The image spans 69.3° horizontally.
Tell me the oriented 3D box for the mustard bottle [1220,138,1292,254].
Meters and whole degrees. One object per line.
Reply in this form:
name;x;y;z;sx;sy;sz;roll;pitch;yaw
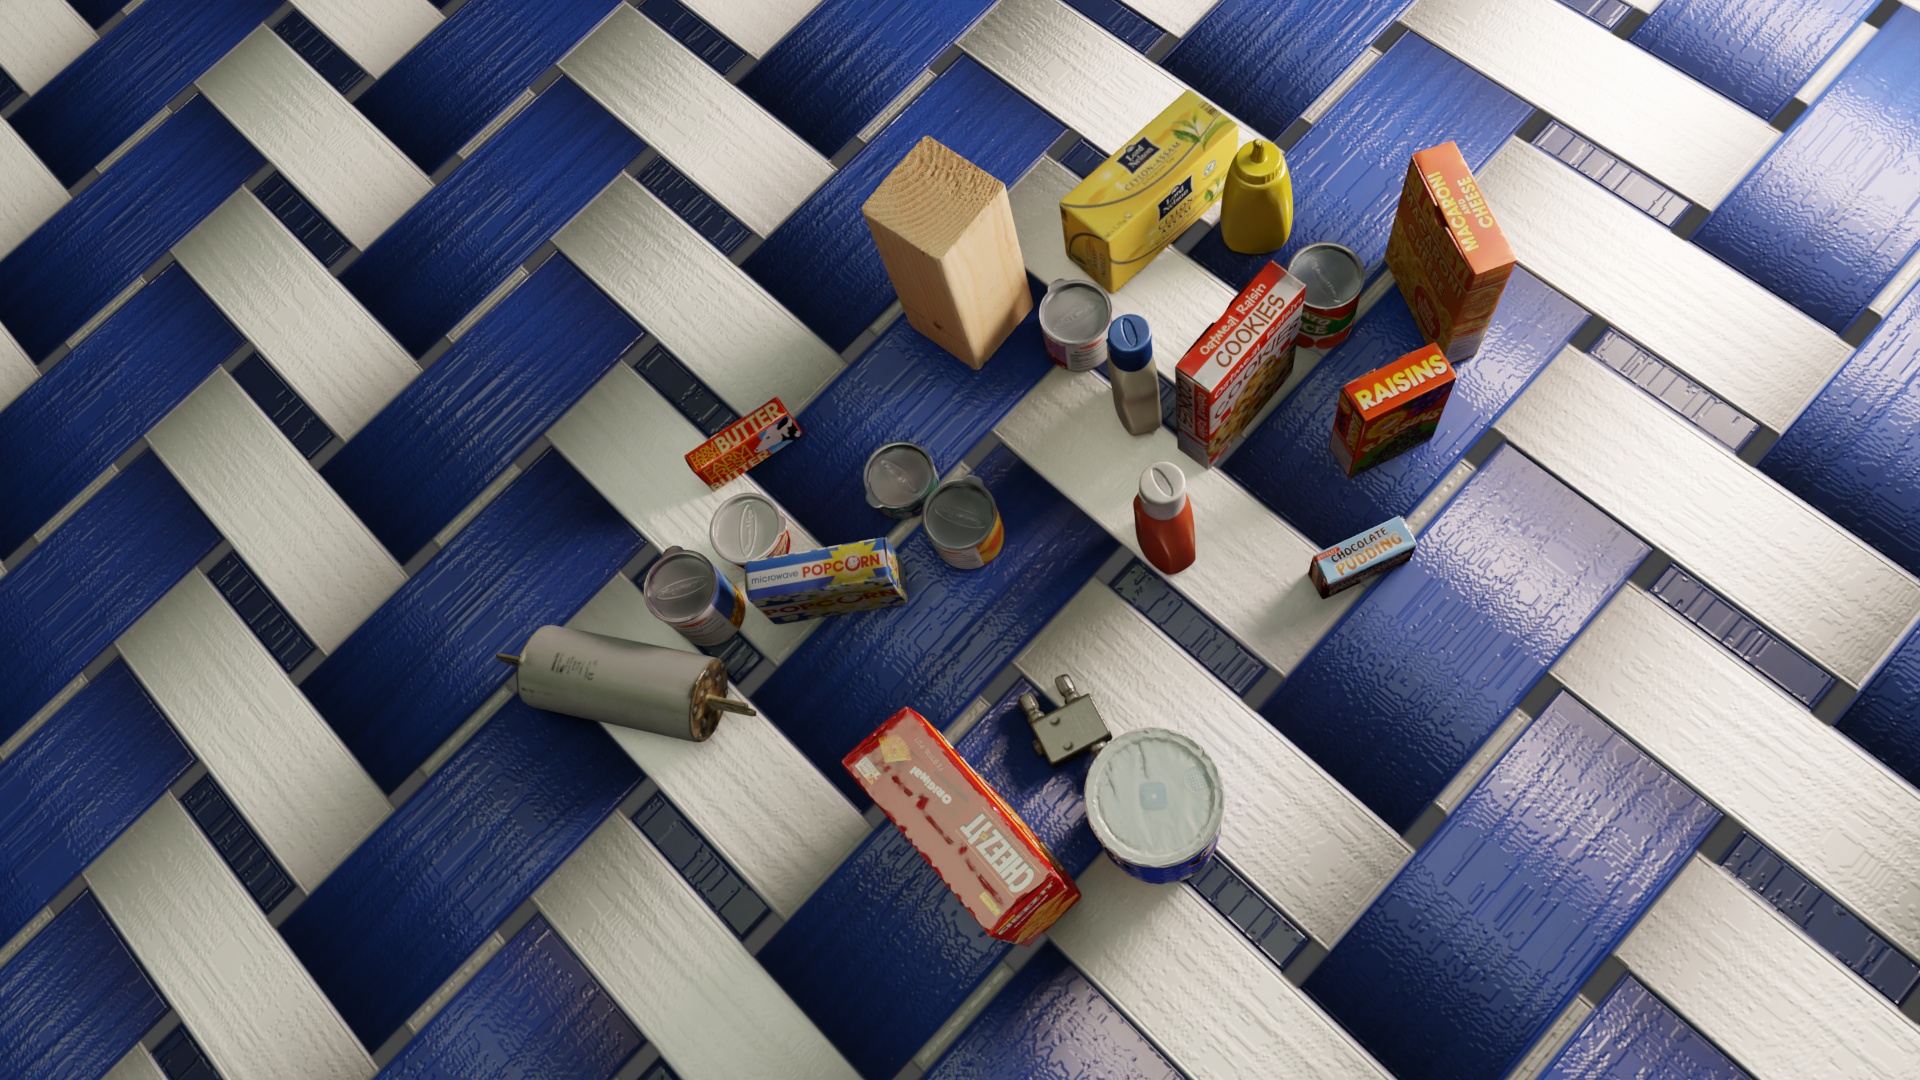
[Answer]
mustard bottle;0.265;-0.313;1.238;0.065;0.160;0.049;1;71;10

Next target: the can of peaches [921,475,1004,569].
can of peaches;0.004;-0.015;1.230;0.071;0.058;0.071;-3;70;8

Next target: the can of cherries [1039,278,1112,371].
can of cherries;0.107;-0.199;1.278;0.071;0.058;0.071;-3;70;8

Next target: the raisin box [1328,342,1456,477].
raisin box;0.362;-0.108;1.169;0.086;0.123;0.040;-25;69;0

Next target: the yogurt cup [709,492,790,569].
yogurt cup;-0.187;-0.003;1.259;0.072;0.053;0.072;-3;70;8

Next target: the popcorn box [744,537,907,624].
popcorn box;-0.116;0.037;1.217;0.127;0.085;0.038;-10;70;6

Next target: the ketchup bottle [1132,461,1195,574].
ketchup bottle;0.169;-0.021;1.156;0.043;0.148;0.065;-30;69;-2

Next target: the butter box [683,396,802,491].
butter box;-0.201;-0.089;1.293;0.103;0.053;0.024;-33;69;-3

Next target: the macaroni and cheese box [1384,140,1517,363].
macaroni and cheese box;0.413;-0.240;1.184;0.040;0.166;0.124;-19;69;3

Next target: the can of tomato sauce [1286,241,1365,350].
can of tomato sauce;0.320;-0.215;1.236;0.071;0.083;0.071;-3;70;8

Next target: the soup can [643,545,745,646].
soup can;-0.235;0.050;1.232;0.071;0.083;0.071;-3;70;8

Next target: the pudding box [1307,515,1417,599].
pudding box;0.338;0.015;1.169;0.084;0.049;0.030;-24;69;0

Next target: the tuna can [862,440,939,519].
tuna can;-0.055;-0.053;1.267;0.071;0.032;0.071;-3;70;8

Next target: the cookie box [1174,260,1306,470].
cookie box;0.235;-0.145;1.180;0.040;0.167;0.123;39;81;19

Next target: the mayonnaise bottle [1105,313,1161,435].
mayonnaise bottle;0.150;-0.146;1.204;0.041;0.147;0.065;-17;69;4
